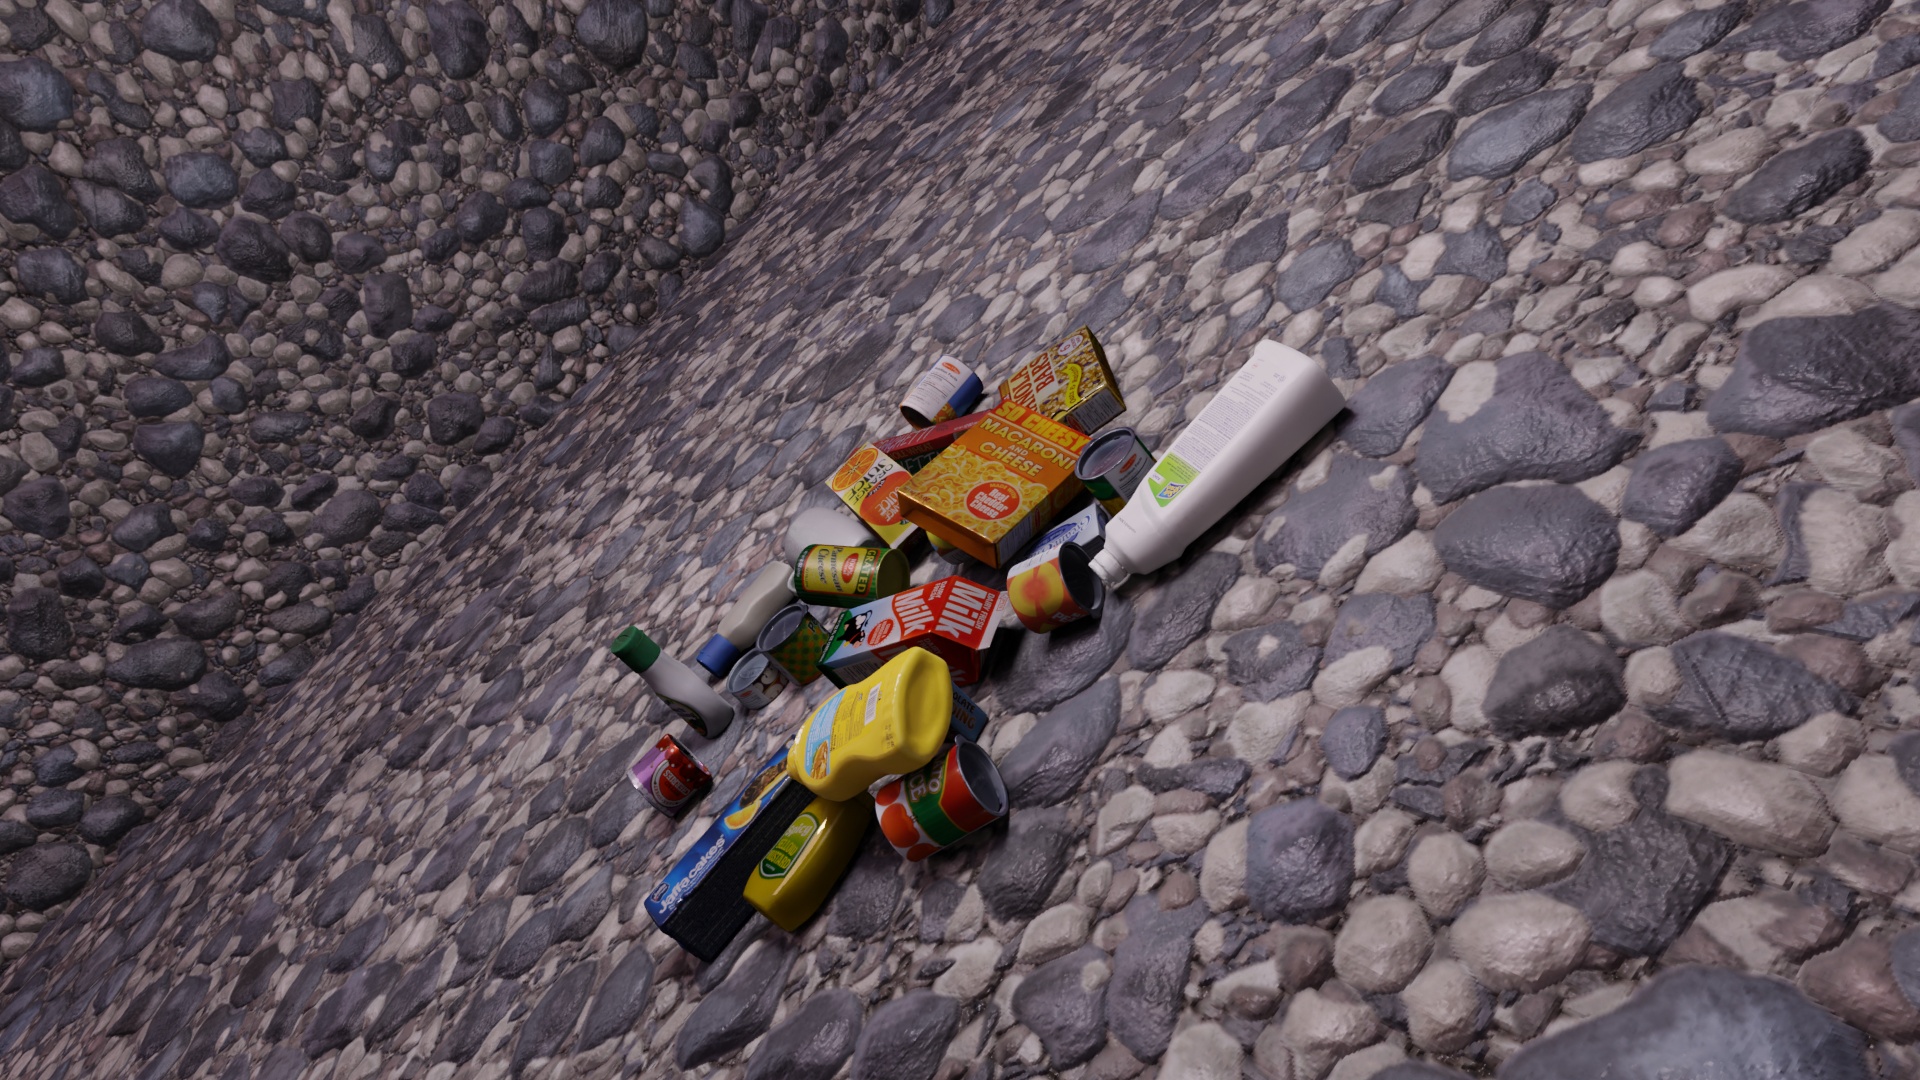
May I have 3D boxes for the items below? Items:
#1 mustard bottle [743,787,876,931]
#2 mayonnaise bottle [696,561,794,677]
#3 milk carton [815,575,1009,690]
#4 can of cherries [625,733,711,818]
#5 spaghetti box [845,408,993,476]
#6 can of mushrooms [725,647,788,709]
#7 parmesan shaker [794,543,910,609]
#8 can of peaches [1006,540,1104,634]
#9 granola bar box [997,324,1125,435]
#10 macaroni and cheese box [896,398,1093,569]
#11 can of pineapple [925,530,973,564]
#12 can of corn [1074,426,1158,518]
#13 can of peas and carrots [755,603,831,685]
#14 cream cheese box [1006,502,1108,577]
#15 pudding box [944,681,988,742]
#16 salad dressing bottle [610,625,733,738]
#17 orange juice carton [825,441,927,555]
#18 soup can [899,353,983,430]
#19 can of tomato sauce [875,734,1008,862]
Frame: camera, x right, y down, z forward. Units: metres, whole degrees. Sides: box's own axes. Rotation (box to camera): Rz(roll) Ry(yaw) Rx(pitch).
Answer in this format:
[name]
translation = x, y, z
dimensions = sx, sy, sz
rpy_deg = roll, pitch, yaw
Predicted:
[mustard bottle]
translation = -0.116, 0.250, 1.174
dimensions = 0.065, 0.048, 0.161
rpy_deg = 4, 52, 54
[mayonnaise bottle]
translation = -0.245, 0.091, 1.606
dimensions = 0.148, 0.041, 0.065
rpy_deg = -52, 26, -17
[milk carton]
translation = -0.035, 0.092, 1.275
dimensions = 0.190, 0.073, 0.073
rpy_deg = -19, 34, 39
[can of cherries]
translation = -0.296, 0.241, 1.418
dimensions = 0.058, 0.071, 0.071
rpy_deg = -45, 26, -8
[spaghetti box]
translation = -0.040, -0.102, 1.606
dimensions = 0.249, 0.050, 0.029
rpy_deg = -12, 38, 47
[can of mushrooms]
translation = -0.215, 0.145, 1.489
dimensions = 0.071, 0.033, 0.071
rpy_deg = -33, 27, 20
[parmesan shaker]
translation = -0.113, 0.041, 1.435
dimensions = 0.103, 0.071, 0.072
rpy_deg = 3, 47, 28
[can of peaches]
translation = 0.083, 0.044, 1.200
dimensions = 0.058, 0.071, 0.071
rpy_deg = -25, 30, 31
[granola bar box]
translation = 0.105, -0.156, 1.500
dimensions = 0.124, 0.039, 0.166
rpy_deg = -35, 27, 15
[macaroni and cheese box]
translation = 0.040, -0.058, 1.342
dimensions = 0.124, 0.040, 0.167
rpy_deg = 29, 55, 30
[can of pineapple]
translation = 0.005, -0.017, 1.394
dimensions = 0.057, 0.071, 0.071
rpy_deg = -28, 29, 28
[can of corn]
translation = 0.147, -0.062, 1.277
dimensions = 0.071, 0.058, 0.071
rpy_deg = -33, 28, 20
[can of peas and carrots]
translation = -0.169, 0.107, 1.454
dimensions = 0.071, 0.058, 0.071
rpy_deg = -32, 28, 19
[cream cheese box]
translation = 0.091, 0.012, 1.282
dimensions = 0.103, 0.024, 0.053
rpy_deg = -32, 29, 20
[pudding box]
translation = -0.022, 0.137, 1.179
dimensions = 0.049, 0.083, 0.030
rpy_deg = -8, 44, 48
[salad dressing bottle]
translation = -0.307, 0.150, 1.477
dimensions = 0.064, 0.147, 0.044
rpy_deg = -2, 47, 54
[orange juice carton]
translation = -0.079, -0.041, 1.540
dimensions = 0.072, 0.073, 0.193
rpy_deg = -44, 26, -4
[soup can]
translation = -0.022, -0.170, 1.673
dimensions = 0.084, 0.071, 0.071
rpy_deg = -51, 27, -16
[can of tomato sauce]
translation = -0.016, 0.202, 1.085
dimensions = 0.083, 0.071, 0.071
rpy_deg = -33, 27, 19
